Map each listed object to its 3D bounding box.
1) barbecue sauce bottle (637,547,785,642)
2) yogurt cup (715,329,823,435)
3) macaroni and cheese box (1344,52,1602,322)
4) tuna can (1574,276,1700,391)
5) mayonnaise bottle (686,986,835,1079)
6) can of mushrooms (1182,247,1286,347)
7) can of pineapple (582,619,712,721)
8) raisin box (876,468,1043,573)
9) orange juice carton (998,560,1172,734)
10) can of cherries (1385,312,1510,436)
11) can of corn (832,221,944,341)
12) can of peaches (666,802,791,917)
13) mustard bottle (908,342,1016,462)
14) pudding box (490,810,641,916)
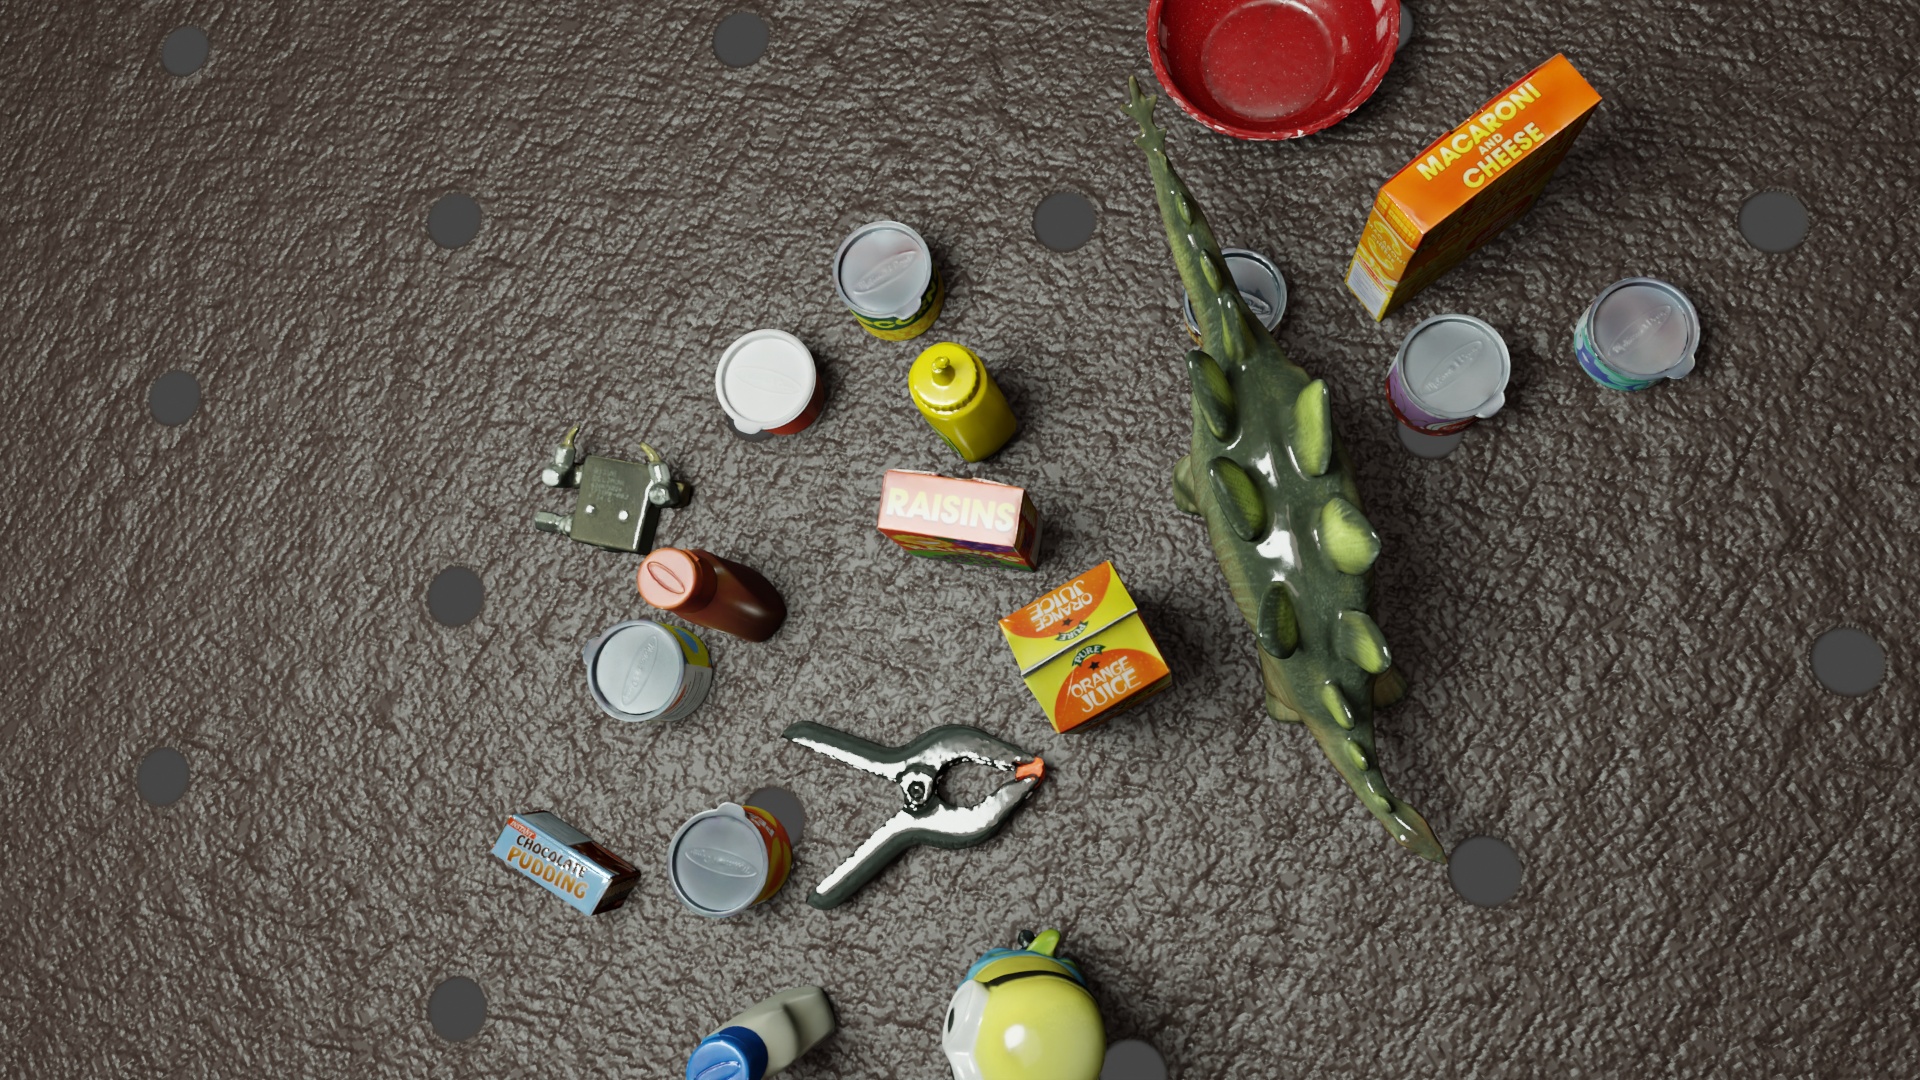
[{"bbox_3d":[-0.158,0.031,0.874,0.065,0.148,0.043,38,89,12],"label":"barbecue sauce bottle"},{"bbox_3d":[-0.125,-0.103,0.938,0.072,0.054,0.072,-1,81,9],"label":"yogurt cup"},{"bbox_3d":[0.299,-0.204,0.831,0.124,0.166,0.040,-37,78,2],"label":"macaroni and cheese box"},{"bbox_3d":[0.423,-0.126,0.868,0.071,0.033,0.071,-1,81,9],"label":"tuna can"},{"bbox_3d":[-0.121,0.301,0.826,0.065,0.148,0.041,-24,79,5],"label":"mayonnaise bottle"},{"bbox_3d":[0.178,-0.153,0.910,0.071,0.033,0.071,-1,81,9],"label":"can of mushrooms"},{"bbox_3d":[-0.206,0.086,0.919,0.071,0.058,0.071,-1,81,9],"label":"can of pineapple"},{"bbox_3d":[0.003,-0.011,0.869,0.086,0.123,0.040,9,83,10],"label":"raisin box"},{"bbox_3d":[0.076,0.065,0.810,0.072,0.192,0.073,-29,78,4],"label":"orange juice carton"},{"bbox_3d":[0.305,-0.100,0.869,0.071,0.058,0.071,-1,81,9],"label":"can of cherries"},{"bbox_3d":[-0.046,-0.171,0.935,0.071,0.058,0.071,-1,81,9],"label":"can of corn"},{"bbox_3d":[-0.146,0.202,0.892,0.071,0.058,0.071,-1,81,9],"label":"can of peaches"},{"bbox_3d":[-0.004,-0.091,0.863,0.049,0.160,0.065,-41,78,1],"label":"mustard bottle"},{"bbox_3d":[-0.259,0.211,0.912,0.084,0.049,0.030,28,87,12],"label":"pudding box"}]
